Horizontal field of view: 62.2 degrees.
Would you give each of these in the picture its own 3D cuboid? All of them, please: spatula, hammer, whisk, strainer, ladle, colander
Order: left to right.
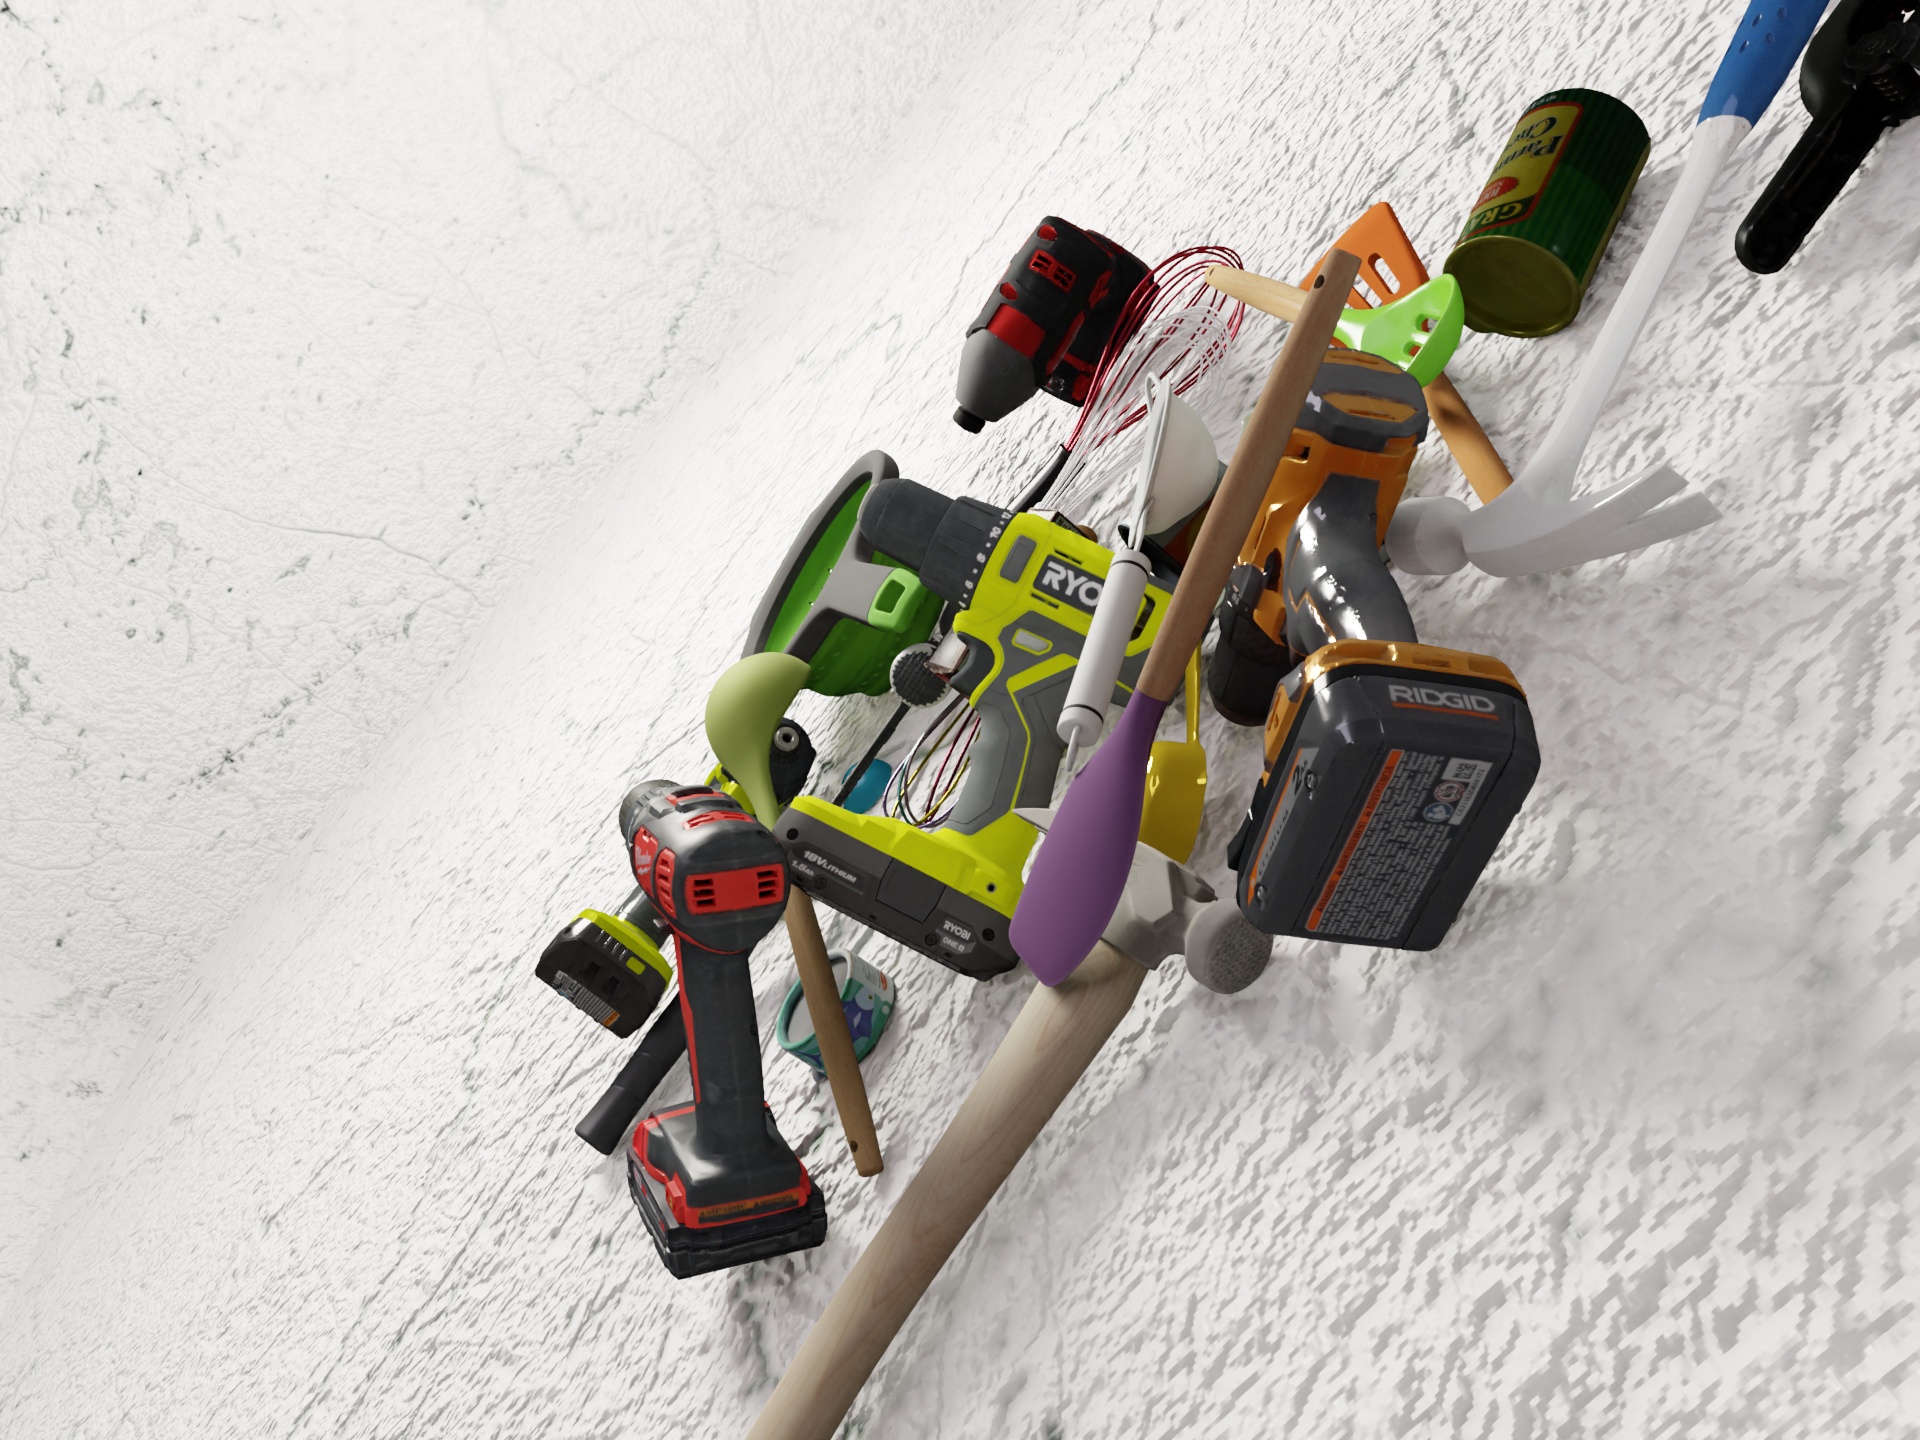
[{"bbox_3d":[-0.123,0.113,1.000,0.409,0.036,0.149,-54,0,11],"label":"hammer"},{"bbox_3d":[-0.081,0.094,0.866,0.078,0.062,0.320,-44,51,33],"label":"ladle"},{"bbox_3d":[-0.052,-0.073,1.066,0.204,0.094,0.397,-61,17,-1],"label":"colander"},{"bbox_3d":[-0.030,0.227,0.680,0.146,0.038,0.410,29,83,50],"label":"hammer"},{"bbox_3d":[0.026,-0.027,0.966,0.245,0.051,0.047,-58,-3,-26],"label":"whisk"},{"bbox_3d":[0.074,-0.153,1.035,0.284,0.070,0.070,-48,23,27],"label":"whisk"},{"bbox_3d":[0.089,-0.194,1.073,0.295,0.073,0.073,-50,23,17],"label":"whisk"},{"bbox_3d":[0.084,-0.075,0.751,0.086,0.050,0.259,100,-171,-53],"label":"strainer"},{"bbox_3d":[0.088,-0.032,0.633,0.060,0.018,0.316,44,118,53],"label":"spatula"},{"bbox_3d":[0.230,-0.167,0.790,0.081,0.041,0.323,-48,24,27],"label":"spatula"},{"bbox_3d":[0.315,-0.235,0.655,0.405,0.035,0.144,-61,23,-8],"label":"hammer"}]

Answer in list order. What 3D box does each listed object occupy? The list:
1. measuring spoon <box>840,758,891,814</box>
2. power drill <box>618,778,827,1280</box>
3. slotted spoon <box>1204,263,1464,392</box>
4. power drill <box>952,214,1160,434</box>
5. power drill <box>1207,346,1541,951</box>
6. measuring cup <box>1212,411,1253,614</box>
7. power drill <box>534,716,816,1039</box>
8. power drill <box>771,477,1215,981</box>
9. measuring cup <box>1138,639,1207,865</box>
[{"bbox_3d":[-0.092,0.075,1.058,0.128,0.021,0.042,-54,23,-6],"label":"measuring spoon"},{"bbox_3d":[-0.133,0.141,0.810,0.188,0.080,0.226,-160,66,-65],"label":"power drill"},{"bbox_3d":[0.193,-0.225,0.869,0.070,0.031,0.314,-59,22,13],"label":"slotted spoon"},{"bbox_3d":[0.060,-0.265,1.076,0.143,0.078,0.220,-57,-4,21],"label":"power drill"},{"bbox_3d":[0.145,-0.015,0.639,0.226,0.084,0.185,-88,8,-46],"label":"power drill"},{"bbox_3d":[0.150,-0.091,0.780,0.083,0.038,0.167,30,69,26],"label":"measuring cup"},{"bbox_3d":[-0.182,0.096,1.067,0.223,0.080,0.171,-55,5,-24],"label":"power drill"},{"bbox_3d":[-0.001,-0.003,0.811,0.228,0.190,0.080,-62,-6,-11],"label":"power drill"},{"bbox_3d":[0.097,-0.007,0.754,0.062,0.029,0.157,105,171,-65],"label":"measuring cup"}]
